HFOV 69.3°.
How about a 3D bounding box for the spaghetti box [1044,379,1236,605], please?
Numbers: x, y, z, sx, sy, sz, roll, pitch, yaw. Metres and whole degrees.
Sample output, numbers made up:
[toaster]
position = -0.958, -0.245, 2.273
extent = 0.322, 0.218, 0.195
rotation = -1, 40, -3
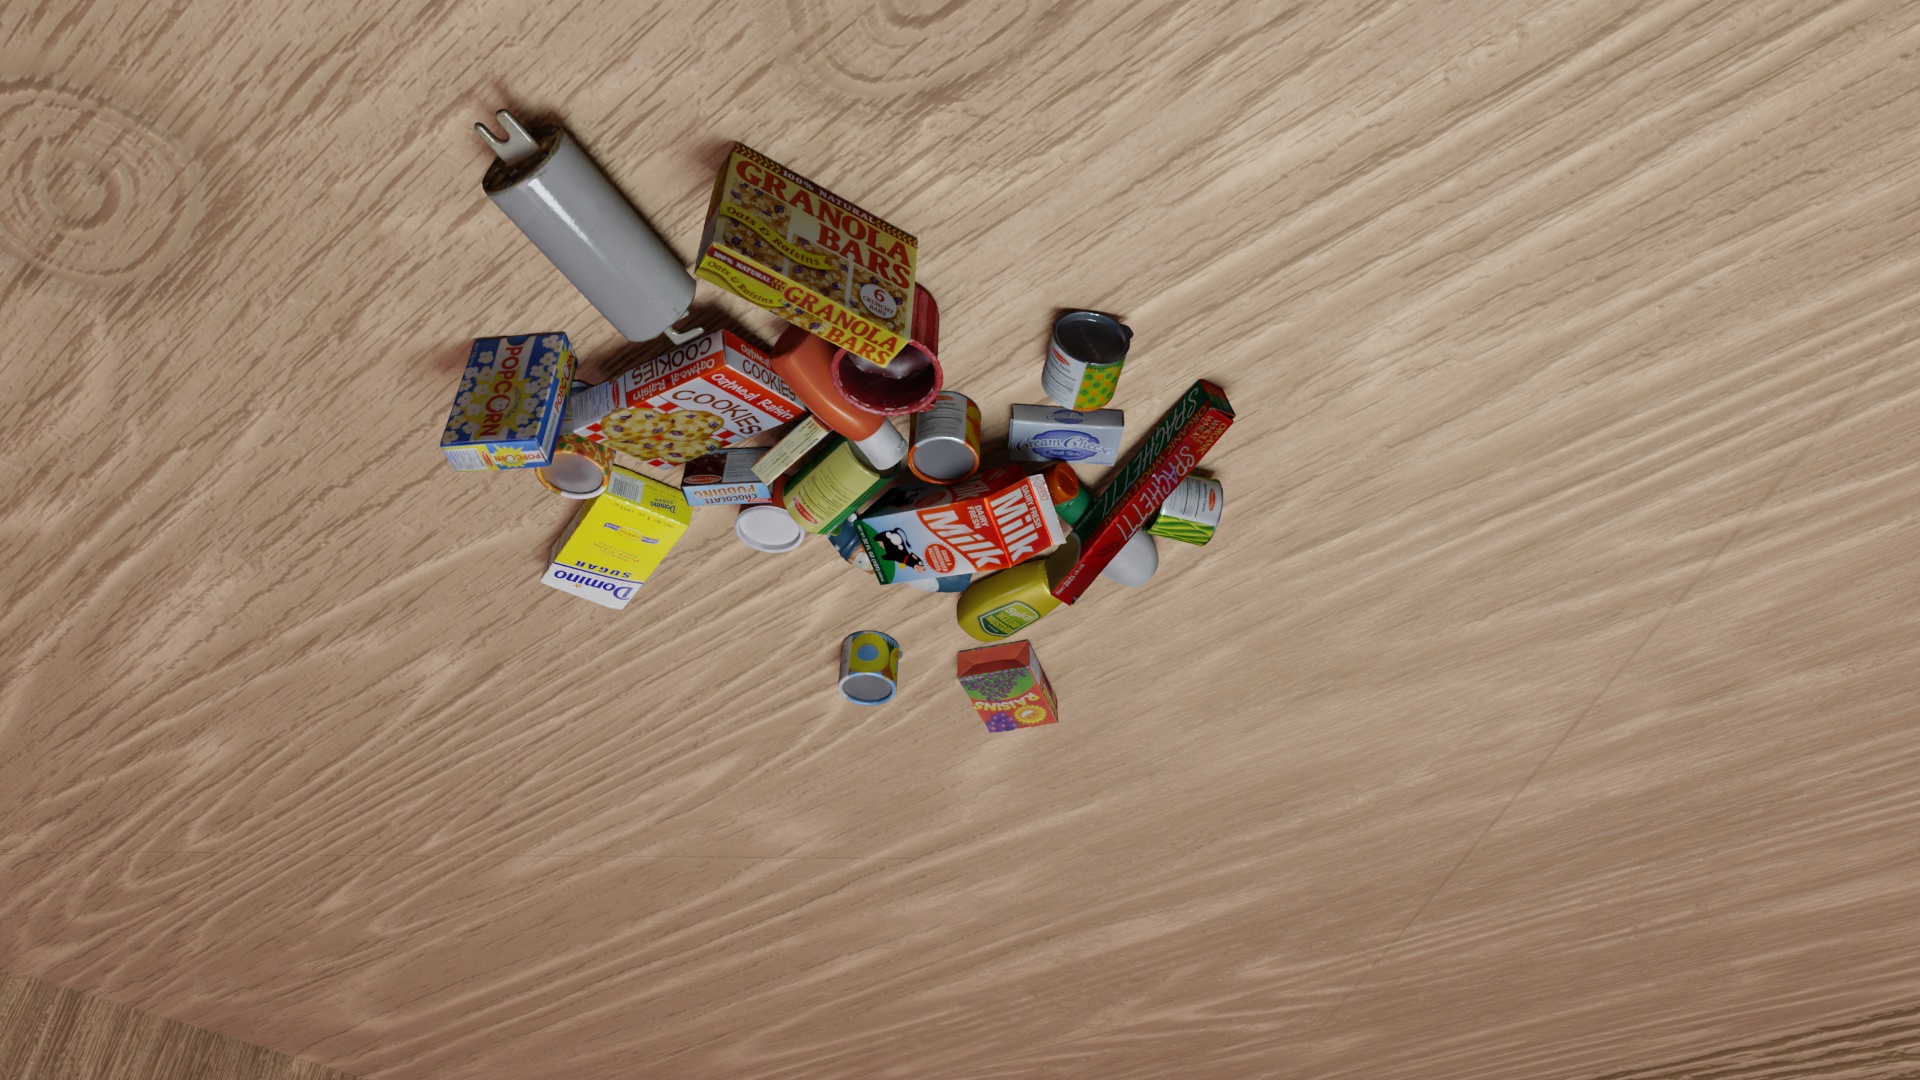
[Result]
[spaghetti box]
position = 0.161, -0.042, 1.283
extent = 0.028, 0.050, 0.249
rotation = 25, 121, -23

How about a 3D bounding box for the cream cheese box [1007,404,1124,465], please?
[cream cheese box]
position = 0.096, -0.097, 1.281
extent = 0.104, 0.024, 0.053
rotation = 3, 140, -2

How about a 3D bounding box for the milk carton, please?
[milk carton]
position = 0.005, -0.016, 1.277
extent = 0.190, 0.074, 0.072
rotation = -8, 113, 33

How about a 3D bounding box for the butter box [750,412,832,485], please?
[butter box]
position = -0.145, -0.093, 1.267
extent = 0.024, 0.053, 0.103
rotation = 49, 130, -7

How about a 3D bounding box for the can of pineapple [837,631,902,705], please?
[can of pineapple]
position = -0.100, 0.143, 1.550
extent = 0.071, 0.058, 0.070
rotation = 1, 140, 1

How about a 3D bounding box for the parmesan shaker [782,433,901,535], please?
[parmesan shaker]
position = -0.109, -0.057, 1.302
extent = 0.071, 0.072, 0.102
rotation = 28, 133, -28

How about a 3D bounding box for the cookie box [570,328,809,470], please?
[cookie box]
position = -0.236, -0.121, 1.223
extent = 0.167, 0.040, 0.123
rotation = -19, 158, 23

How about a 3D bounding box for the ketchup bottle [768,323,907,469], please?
[ketchup bottle]
position = -0.101, -0.125, 1.208
extent = 0.043, 0.065, 0.148
rotation = -9, 132, 41

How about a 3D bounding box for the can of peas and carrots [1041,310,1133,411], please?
[can of peas and carrots]
position = 0.108, -0.153, 1.182
extent = 0.071, 0.071, 0.058
rotation = 7, 140, -5

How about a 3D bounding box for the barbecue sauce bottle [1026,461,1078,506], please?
[barbecue sauce bottle]
position = 0.044, -0.035, 1.324
extent = 0.148, 0.044, 0.064
rotation = -21, 129, 38

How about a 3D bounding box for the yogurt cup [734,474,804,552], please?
[yogurt cup]
position = -0.183, -0.029, 1.350
extent = 0.072, 0.054, 0.072
rotation = 1, 140, 1

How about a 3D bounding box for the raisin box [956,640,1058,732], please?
[raisin box]
position = 0.056, 0.169, 1.590
extent = 0.086, 0.040, 0.123
rotation = -11, 139, 14

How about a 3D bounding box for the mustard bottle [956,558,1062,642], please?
[mustard bottle]
position = 0.070, 0.054, 1.443
extent = 0.159, 0.049, 0.065
rotation = -30, 132, 32

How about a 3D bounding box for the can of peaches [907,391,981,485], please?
[can of peaches]
position = -0.014, -0.091, 1.266
extent = 0.071, 0.058, 0.071
rotation = 1, 140, 1

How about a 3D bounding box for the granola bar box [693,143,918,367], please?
[granola bar box]
position = -0.115, -0.218, 1.066
extent = 0.165, 0.125, 0.039
rotation = 24, 135, -24

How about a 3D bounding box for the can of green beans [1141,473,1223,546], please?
[can of green beans]
position = 0.209, -0.032, 1.321
extent = 0.058, 0.071, 0.071
rotation = 13, 139, -12

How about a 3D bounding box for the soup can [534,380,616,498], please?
[soup can]
position = -0.345, -0.091, 1.259
extent = 0.071, 0.084, 0.071
rotation = 1, 140, 1

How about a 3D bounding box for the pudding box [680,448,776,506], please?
[pudding box]
position = -0.219, -0.061, 1.317
extent = 0.084, 0.050, 0.030
rotation = -2, 138, 4

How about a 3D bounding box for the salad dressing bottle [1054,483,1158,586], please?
[salad dressing bottle]
position = 0.138, -0.010, 1.369
extent = 0.064, 0.044, 0.147
rotation = -26, 131, 29

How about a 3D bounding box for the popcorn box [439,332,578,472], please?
[popcorn box]
position = -0.386, -0.119, 1.194
extent = 0.085, 0.127, 0.038
rotation = -3, 143, 7
